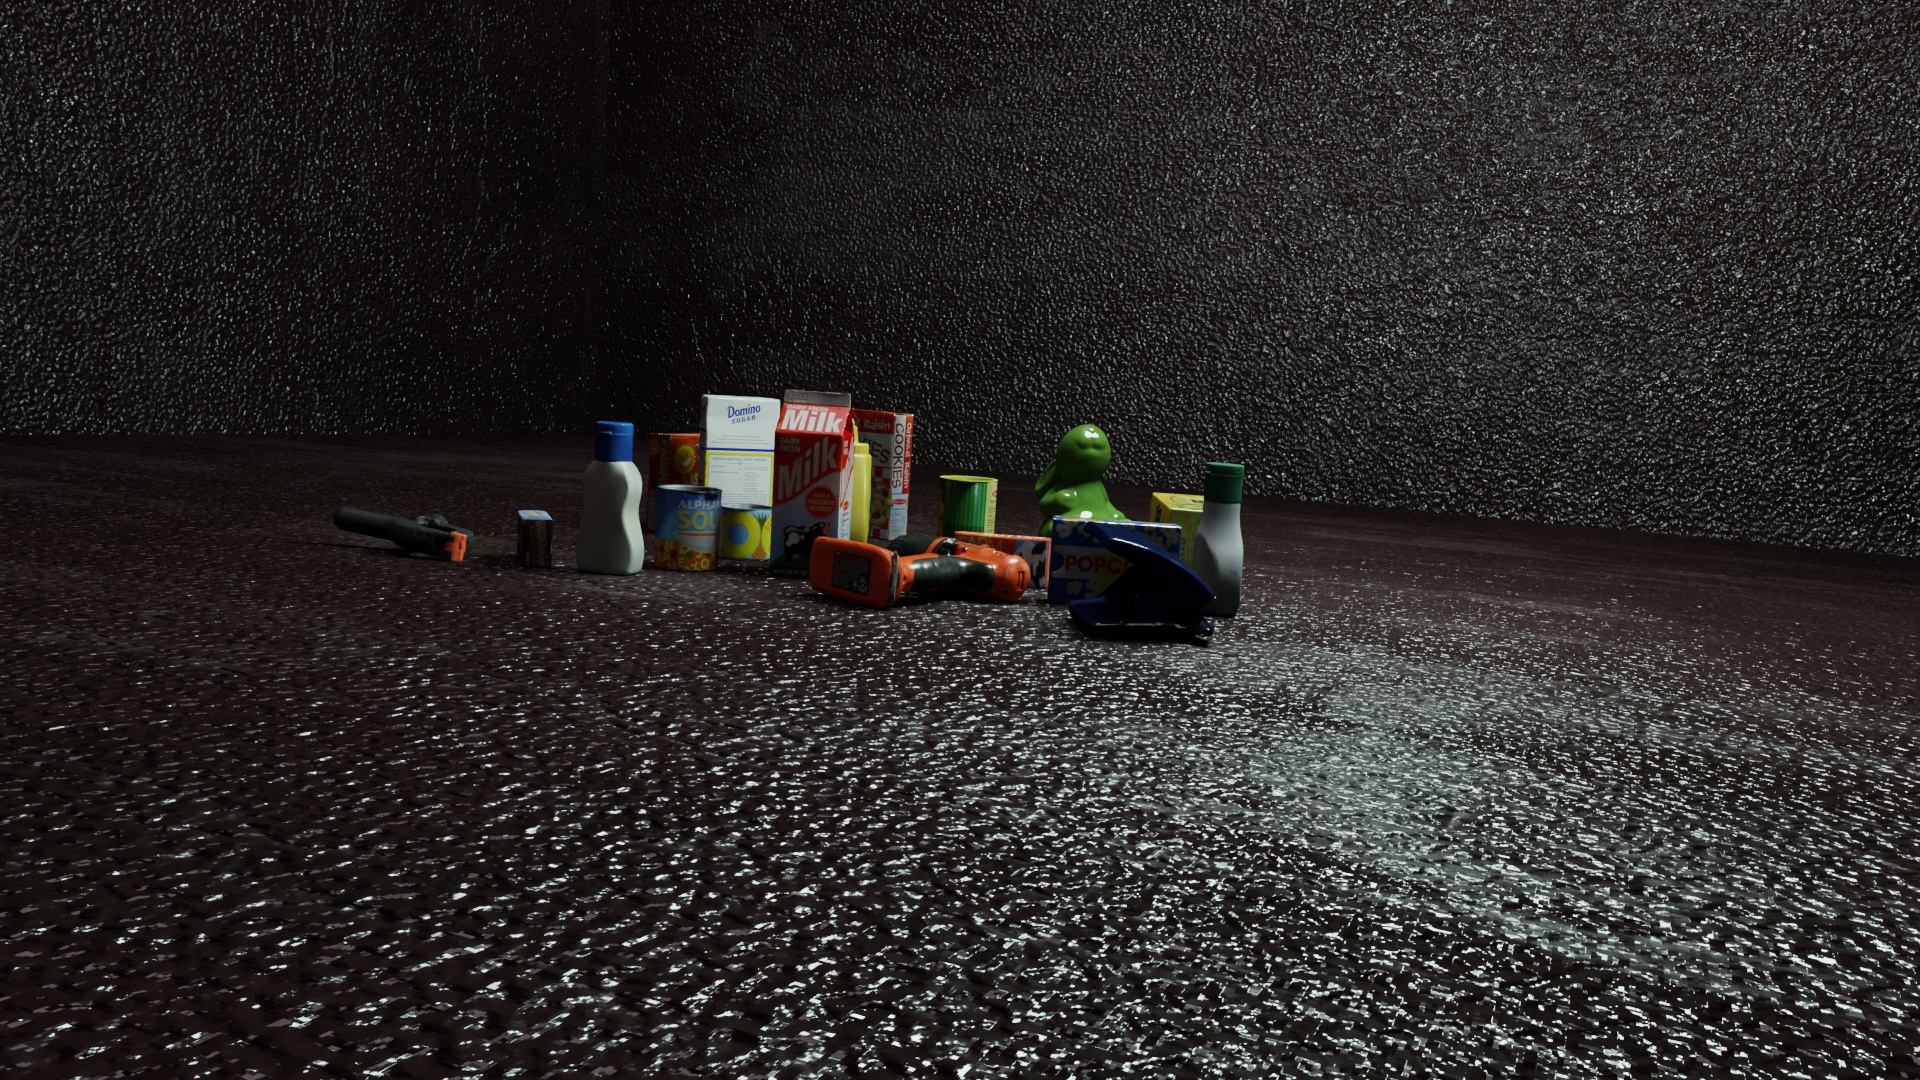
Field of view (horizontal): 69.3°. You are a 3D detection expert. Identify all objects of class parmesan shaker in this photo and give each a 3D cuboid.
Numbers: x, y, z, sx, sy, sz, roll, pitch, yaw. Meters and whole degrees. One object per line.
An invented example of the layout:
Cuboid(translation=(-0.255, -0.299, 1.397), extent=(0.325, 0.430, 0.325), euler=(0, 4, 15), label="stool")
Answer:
Cuboid(translation=(0.006, -0.020, 1.580), extent=(0.071, 0.103, 0.071), euler=(4, 6, 0), label="parmesan shaker")

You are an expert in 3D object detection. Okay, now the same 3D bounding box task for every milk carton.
Cuboid(translation=(-0.152, -0.059, 1.435), extent=(0.072, 0.190, 0.073), euler=(4, 6, 5), label="milk carton")

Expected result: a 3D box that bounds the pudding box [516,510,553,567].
Cuboid(translation=(-0.430, -0.003, 1.404), extent=(0.030, 0.049, 0.084), euler=(2, 6, -21), label="pudding box")

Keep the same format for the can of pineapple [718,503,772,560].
Cuboid(translation=(-0.238, -0.010, 1.550), extent=(0.071, 0.057, 0.071), euler=(4, 6, 0), label="can of pineapple")

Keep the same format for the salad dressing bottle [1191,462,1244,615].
Cuboid(translation=(0.254, -0.002, 1.364), extent=(0.044, 0.147, 0.064), euler=(2, 6, -15), label="salad dressing bottle")

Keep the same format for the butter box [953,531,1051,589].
Cuboid(translation=(0.043, 0.020, 1.470), extent=(0.103, 0.053, 0.024), euler=(5, 6, 12), label="butter box")

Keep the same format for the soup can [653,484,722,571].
Cuboid(translation=(-0.279, -0.013, 1.431), extent=(0.071, 0.083, 0.071), euler=(4, 6, 0), label="soup can")

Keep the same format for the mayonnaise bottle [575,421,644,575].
Cuboid(translation=(-0.342, -0.042, 1.363), extent=(0.065, 0.148, 0.041), euler=(5, 6, 12), label="mayonnaise bottle")

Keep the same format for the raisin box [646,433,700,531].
Cuboid(translation=(-0.353, -0.074, 1.761), extent=(0.040, 0.123, 0.086), euler=(7, 7, 33), label="raisin box")

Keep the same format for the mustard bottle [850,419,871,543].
Cuboid(translation=(-0.133, -0.068, 1.679), extent=(0.049, 0.160, 0.065), euler=(3, 6, -12), label="mustard bottle")

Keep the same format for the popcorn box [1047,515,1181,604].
Cuboid(translation=(0.150, 0.022, 1.365), extent=(0.127, 0.085, 0.038), euler=(4, 6, 1), label="popcorn box")

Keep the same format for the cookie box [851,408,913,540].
Cuboid(translation=(-0.125, -0.091, 1.856), extent=(0.123, 0.167, 0.040), euler=(8, 7, 39), label="cookie box")
